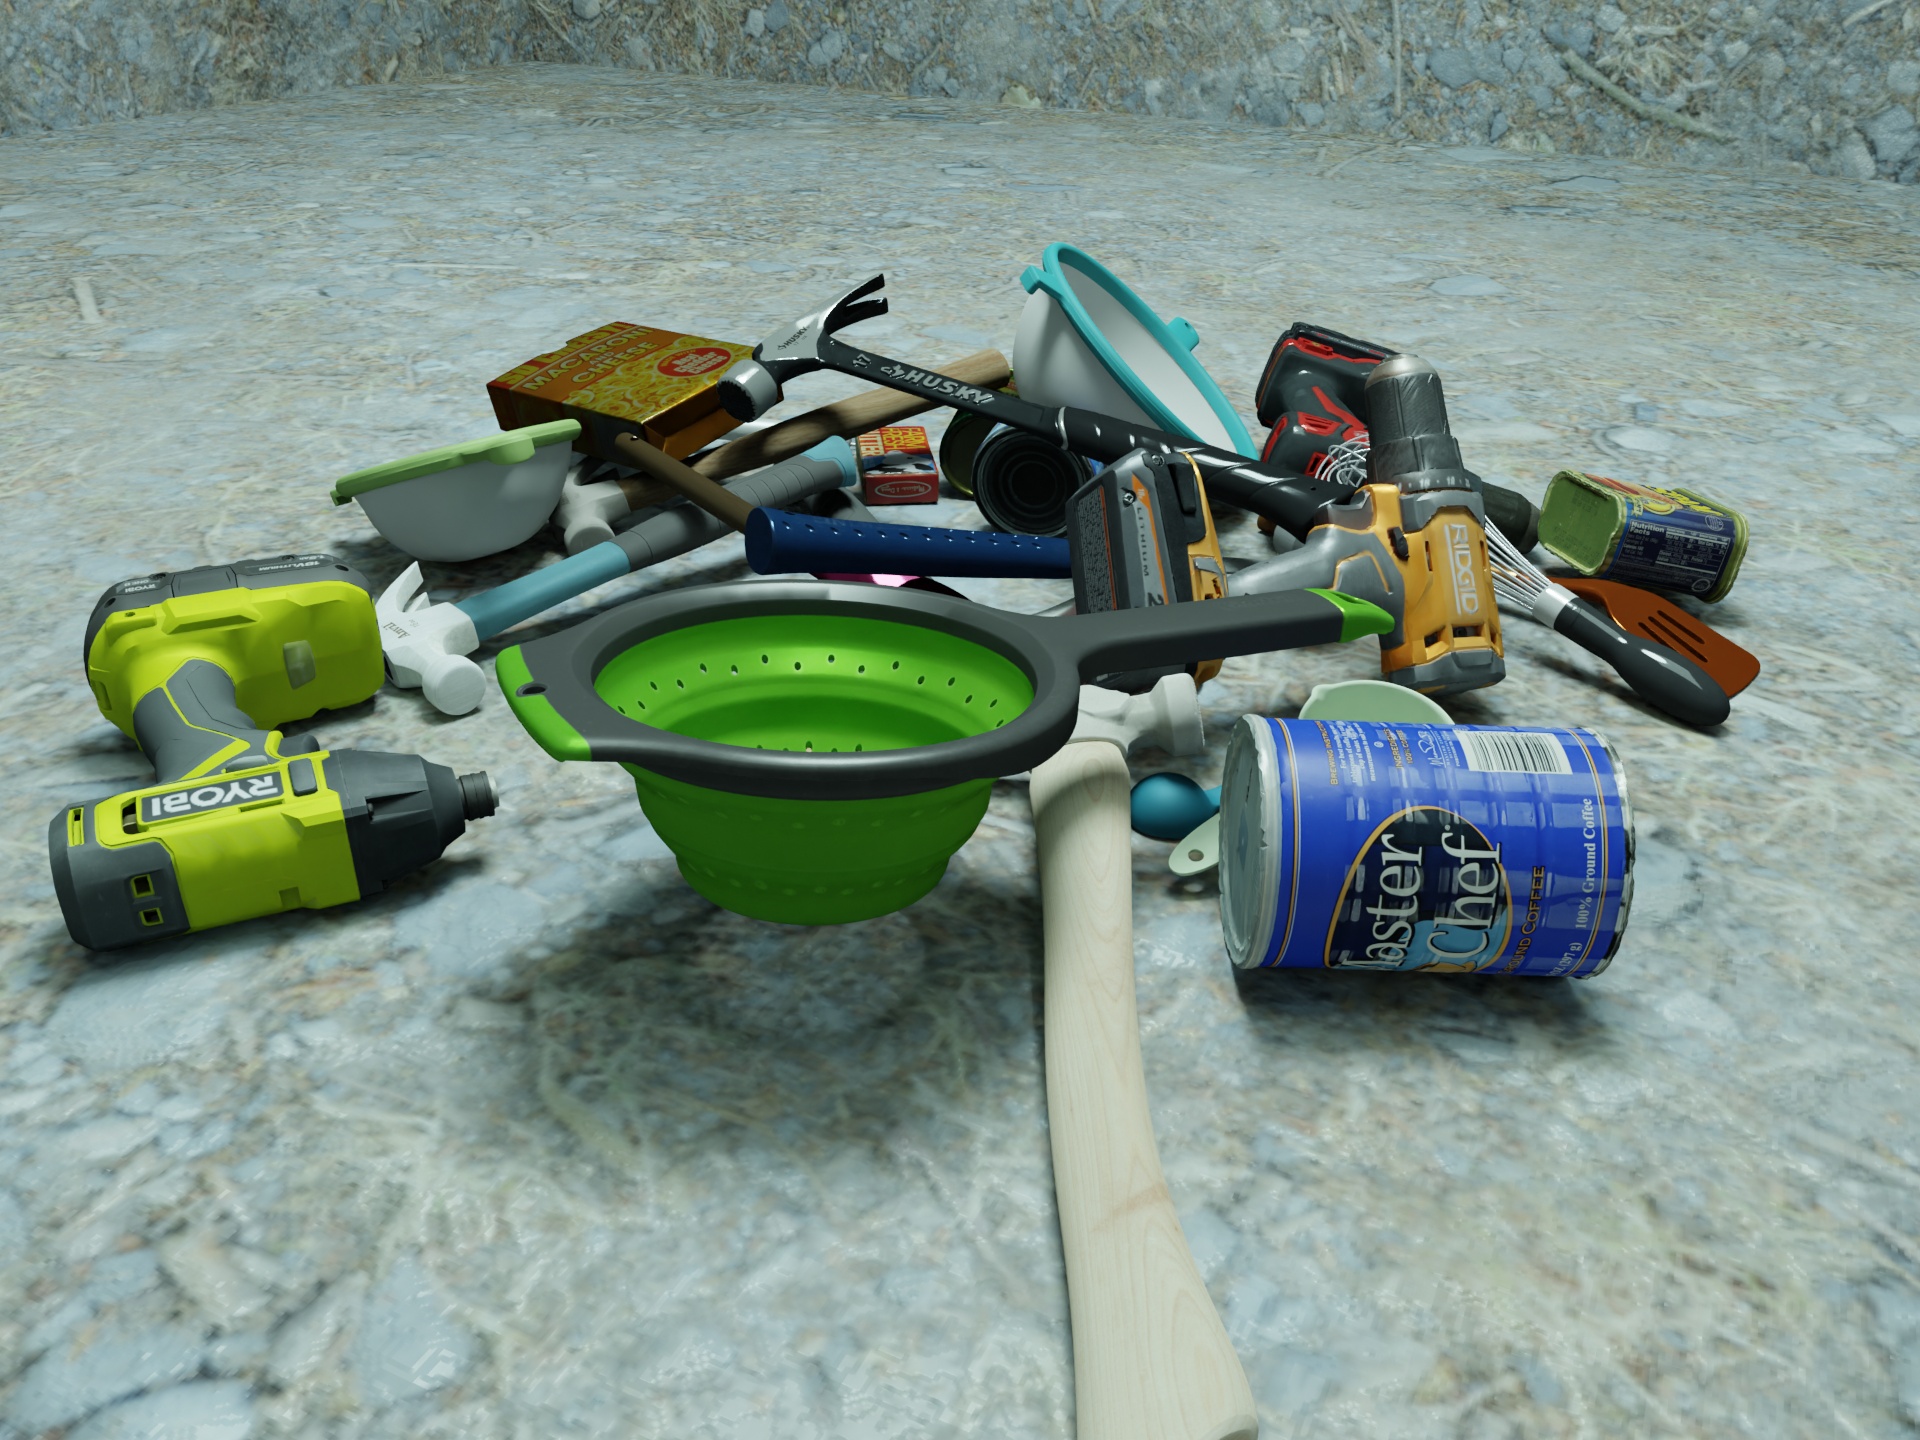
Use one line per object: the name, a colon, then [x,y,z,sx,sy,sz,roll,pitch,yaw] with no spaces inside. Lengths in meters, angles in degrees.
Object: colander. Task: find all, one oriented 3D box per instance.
colander: [0.015,0.007,0.666,0.397,0.094,0.205,-8,25,-26]

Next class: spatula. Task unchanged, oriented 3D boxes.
spatula: [0.319,-0.082,0.979,0.323,0.041,0.081,22,33,40]

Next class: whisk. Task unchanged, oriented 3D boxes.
whisk: [0.315,-0.082,0.914,0.070,0.070,0.285,-20,49,-34]

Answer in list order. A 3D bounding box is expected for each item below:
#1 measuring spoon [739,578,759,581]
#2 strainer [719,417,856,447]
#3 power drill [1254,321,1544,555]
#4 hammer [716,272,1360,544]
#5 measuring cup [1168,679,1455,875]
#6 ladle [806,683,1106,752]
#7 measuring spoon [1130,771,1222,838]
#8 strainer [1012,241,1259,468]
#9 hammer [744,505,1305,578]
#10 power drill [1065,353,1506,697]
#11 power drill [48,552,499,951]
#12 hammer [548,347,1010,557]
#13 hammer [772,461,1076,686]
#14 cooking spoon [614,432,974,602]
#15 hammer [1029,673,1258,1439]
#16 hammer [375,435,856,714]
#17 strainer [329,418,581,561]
measuring spoon: [-0.111,-0.059,0.929,0.034,0.018,0.124,-9,23,-17]
strainer: [-0.193,-0.218,1.185,0.258,0.050,0.087,5,36,-6]
power drill: [0.296,-0.190,1.106,0.188,0.080,0.227,17,30,-4]
hammer: [0.050,-0.187,0.981,0.409,0.036,0.149,23,54,25]
measuring cup: [0.160,0.039,0.738,0.167,0.038,0.083,-29,51,-24]
ladle: [-0.001,-0.003,0.815,0.315,0.031,0.069,-18,34,-29]
measuring spoon: [0.137,0.027,0.768,0.128,0.021,0.042,-15,33,-25]
strainer: [0.120,-0.244,1.167,0.211,0.095,0.340,47,23,-5]
hammer: [0.080,-0.089,0.890,0.405,0.035,0.144,0,28,-27]
power drill: [0.173,-0.101,0.830,0.226,0.185,0.084,-3,-7,-18]
power drill: [-0.317,0.008,0.733,0.171,0.080,0.223,-12,35,-22]
hammer: [-0.121,-0.189,1.076,0.331,0.031,0.130,-22,33,-15]
hammer: [-0.046,-0.104,0.989,0.146,0.035,0.335,-11,31,-20]
cooking spoon: [-0.097,-0.099,0.896,0.069,0.017,0.319,-29,48,-35]
hammer: [0.040,0.104,0.598,0.146,0.038,0.411,-9,31,6]
hammer: [-0.191,-0.101,0.941,0.331,0.033,0.128,-30,40,-33]
strainer: [-0.279,-0.131,0.940,0.151,0.069,0.256,-20,14,-23]
